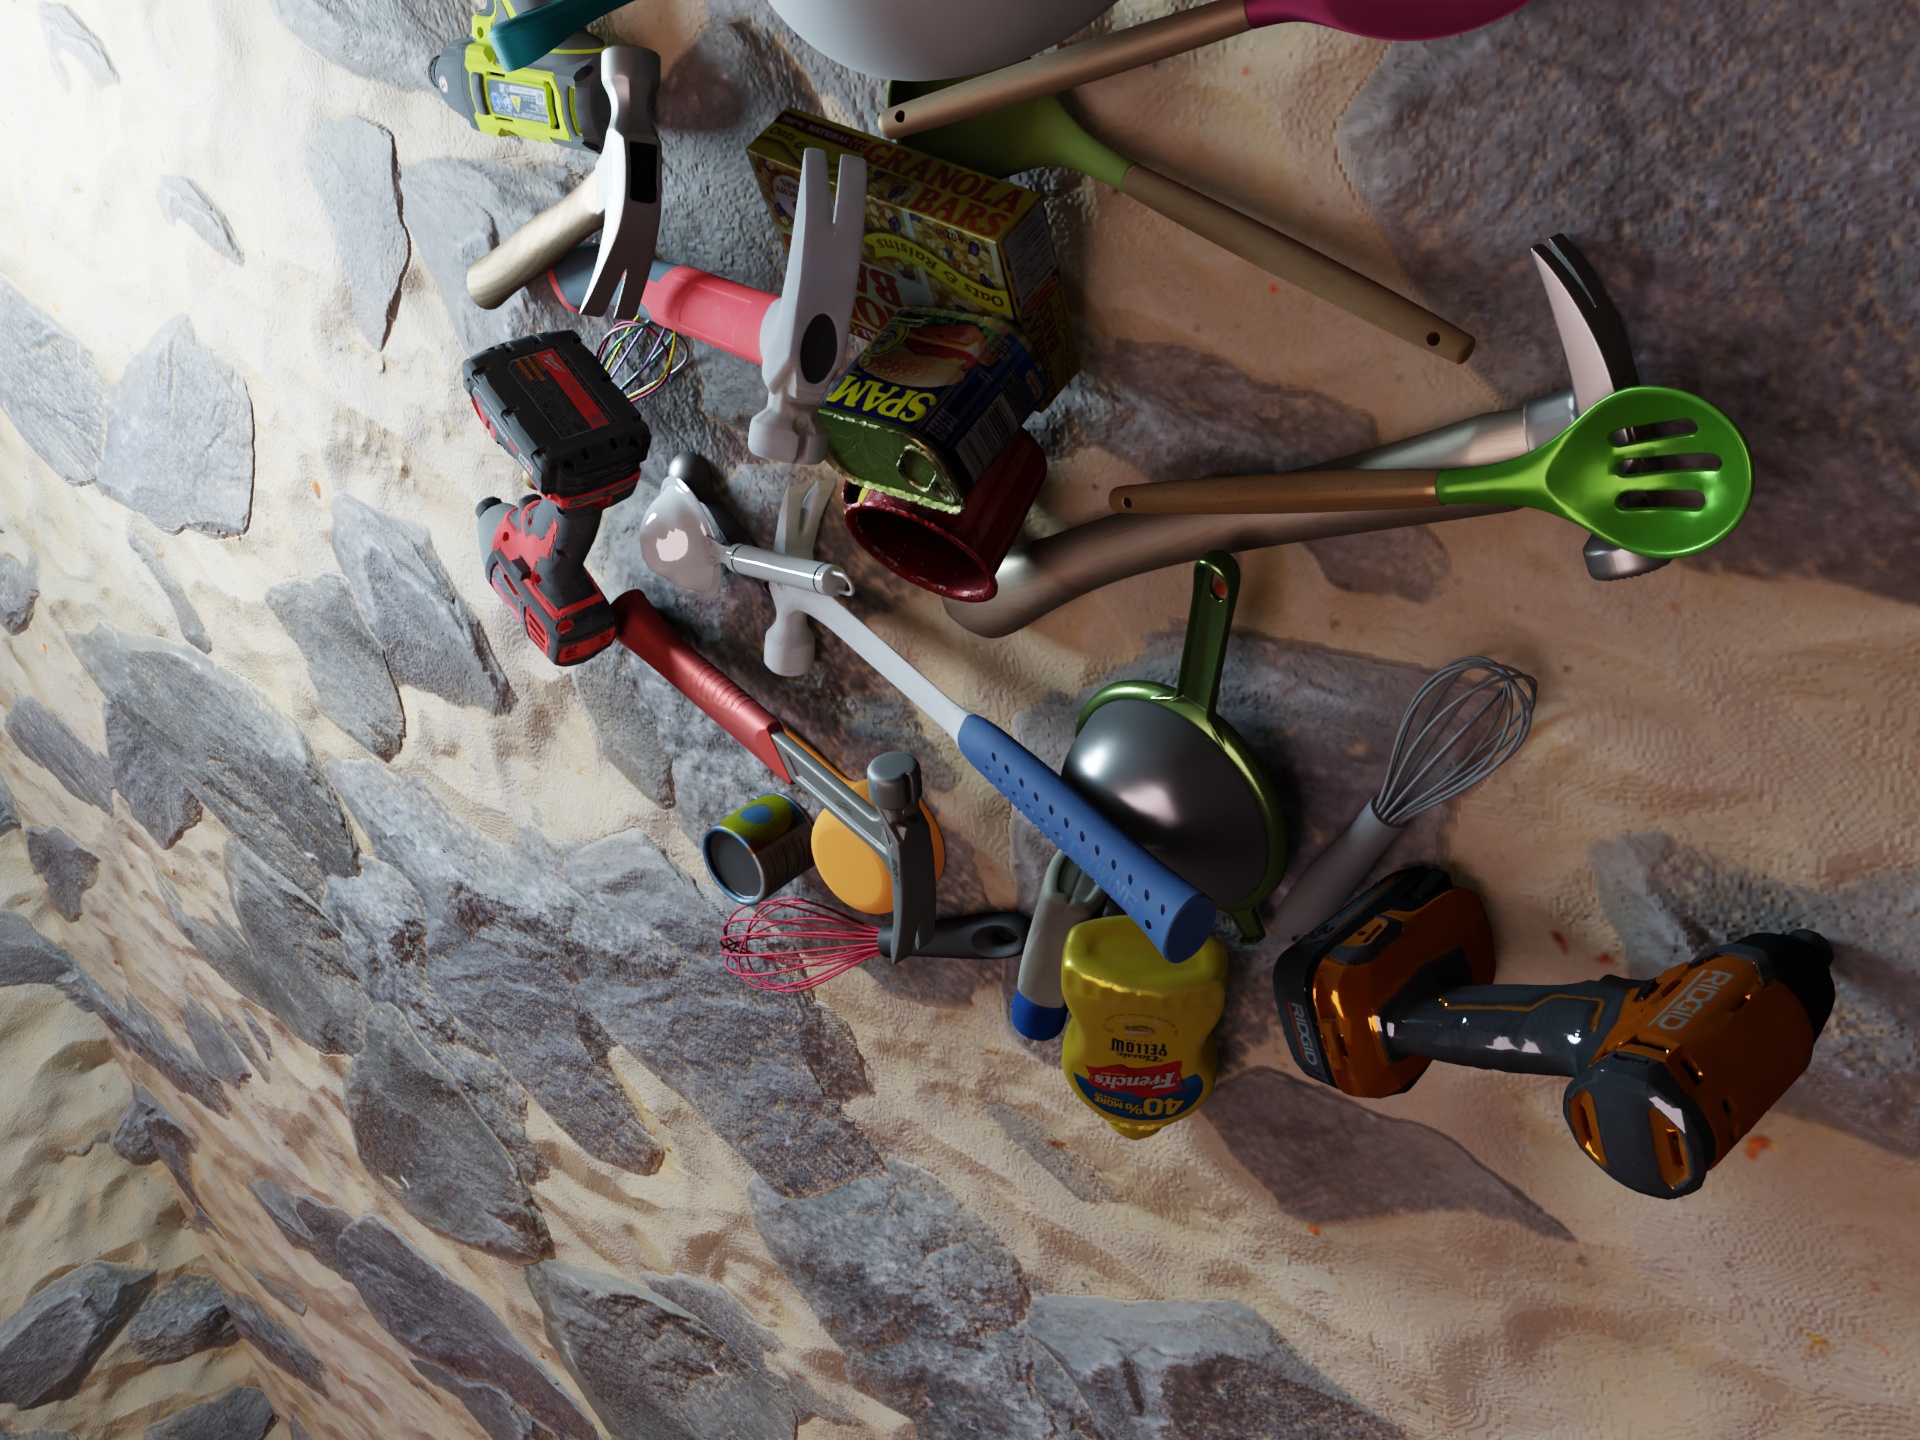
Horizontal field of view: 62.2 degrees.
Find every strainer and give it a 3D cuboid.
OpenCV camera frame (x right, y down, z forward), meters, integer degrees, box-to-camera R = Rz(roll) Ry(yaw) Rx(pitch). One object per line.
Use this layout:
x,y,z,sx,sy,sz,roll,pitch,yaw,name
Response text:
-0.147,-0.105,1.017,0.259,0.050,0.086,18,126,48,strainer
-0.034,-0.294,0.640,0.211,0.340,0.095,14,135,44,strainer
0.106,0.021,0.851,0.152,0.069,0.256,37,145,28,strainer

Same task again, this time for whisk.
-0.067,0.158,1.135,0.296,0.073,0.073,-9,108,38,whisk
0.218,0.049,0.819,0.055,0.055,0.238,42,139,15,whisk
-0.249,-0.213,1.089,0.047,0.051,0.245,54,141,-6,whisk

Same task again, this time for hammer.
-0.001,-0.003,0.916,0.406,0.035,0.144,41,136,40,hammer
-0.247,-0.292,0.965,0.331,0.031,0.130,5,96,60,hammer
0.136,-0.111,0.804,0.411,0.038,0.146,-9,106,45,hammer
-0.157,-0.252,0.888,0.387,0.038,0.143,35,118,53,hammer
-0.137,0.012,1.064,0.359,0.036,0.149,36,141,39,hammer

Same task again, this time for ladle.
0.092,-0.238,0.732,0.320,0.062,0.078,38,129,27,ladle

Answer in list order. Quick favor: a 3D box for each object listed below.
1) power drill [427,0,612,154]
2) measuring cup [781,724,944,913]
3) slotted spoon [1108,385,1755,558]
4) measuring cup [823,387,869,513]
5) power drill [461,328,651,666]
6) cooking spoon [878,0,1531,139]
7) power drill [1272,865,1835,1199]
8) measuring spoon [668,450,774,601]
-0.272,-0.460,0.938,0.171,0.080,0.223,22,130,30,power drill
-0.091,0.063,1.099,0.174,0.052,0.095,40,135,15,measuring cup
0.192,-0.105,0.710,0.314,0.031,0.070,5,114,44,slotted spoon
-0.061,-0.170,0.944,0.029,0.062,0.156,-33,80,37,measuring cup
-0.282,-0.149,1.075,0.143,0.078,0.219,51,147,18,power drill
0.101,-0.300,0.690,0.319,0.017,0.068,-6,101,29,cooking spoon
0.281,0.131,0.748,0.227,0.164,0.084,6,118,54,power drill
-0.160,-0.127,1.074,0.124,0.018,0.034,54,137,2,measuring spoon
